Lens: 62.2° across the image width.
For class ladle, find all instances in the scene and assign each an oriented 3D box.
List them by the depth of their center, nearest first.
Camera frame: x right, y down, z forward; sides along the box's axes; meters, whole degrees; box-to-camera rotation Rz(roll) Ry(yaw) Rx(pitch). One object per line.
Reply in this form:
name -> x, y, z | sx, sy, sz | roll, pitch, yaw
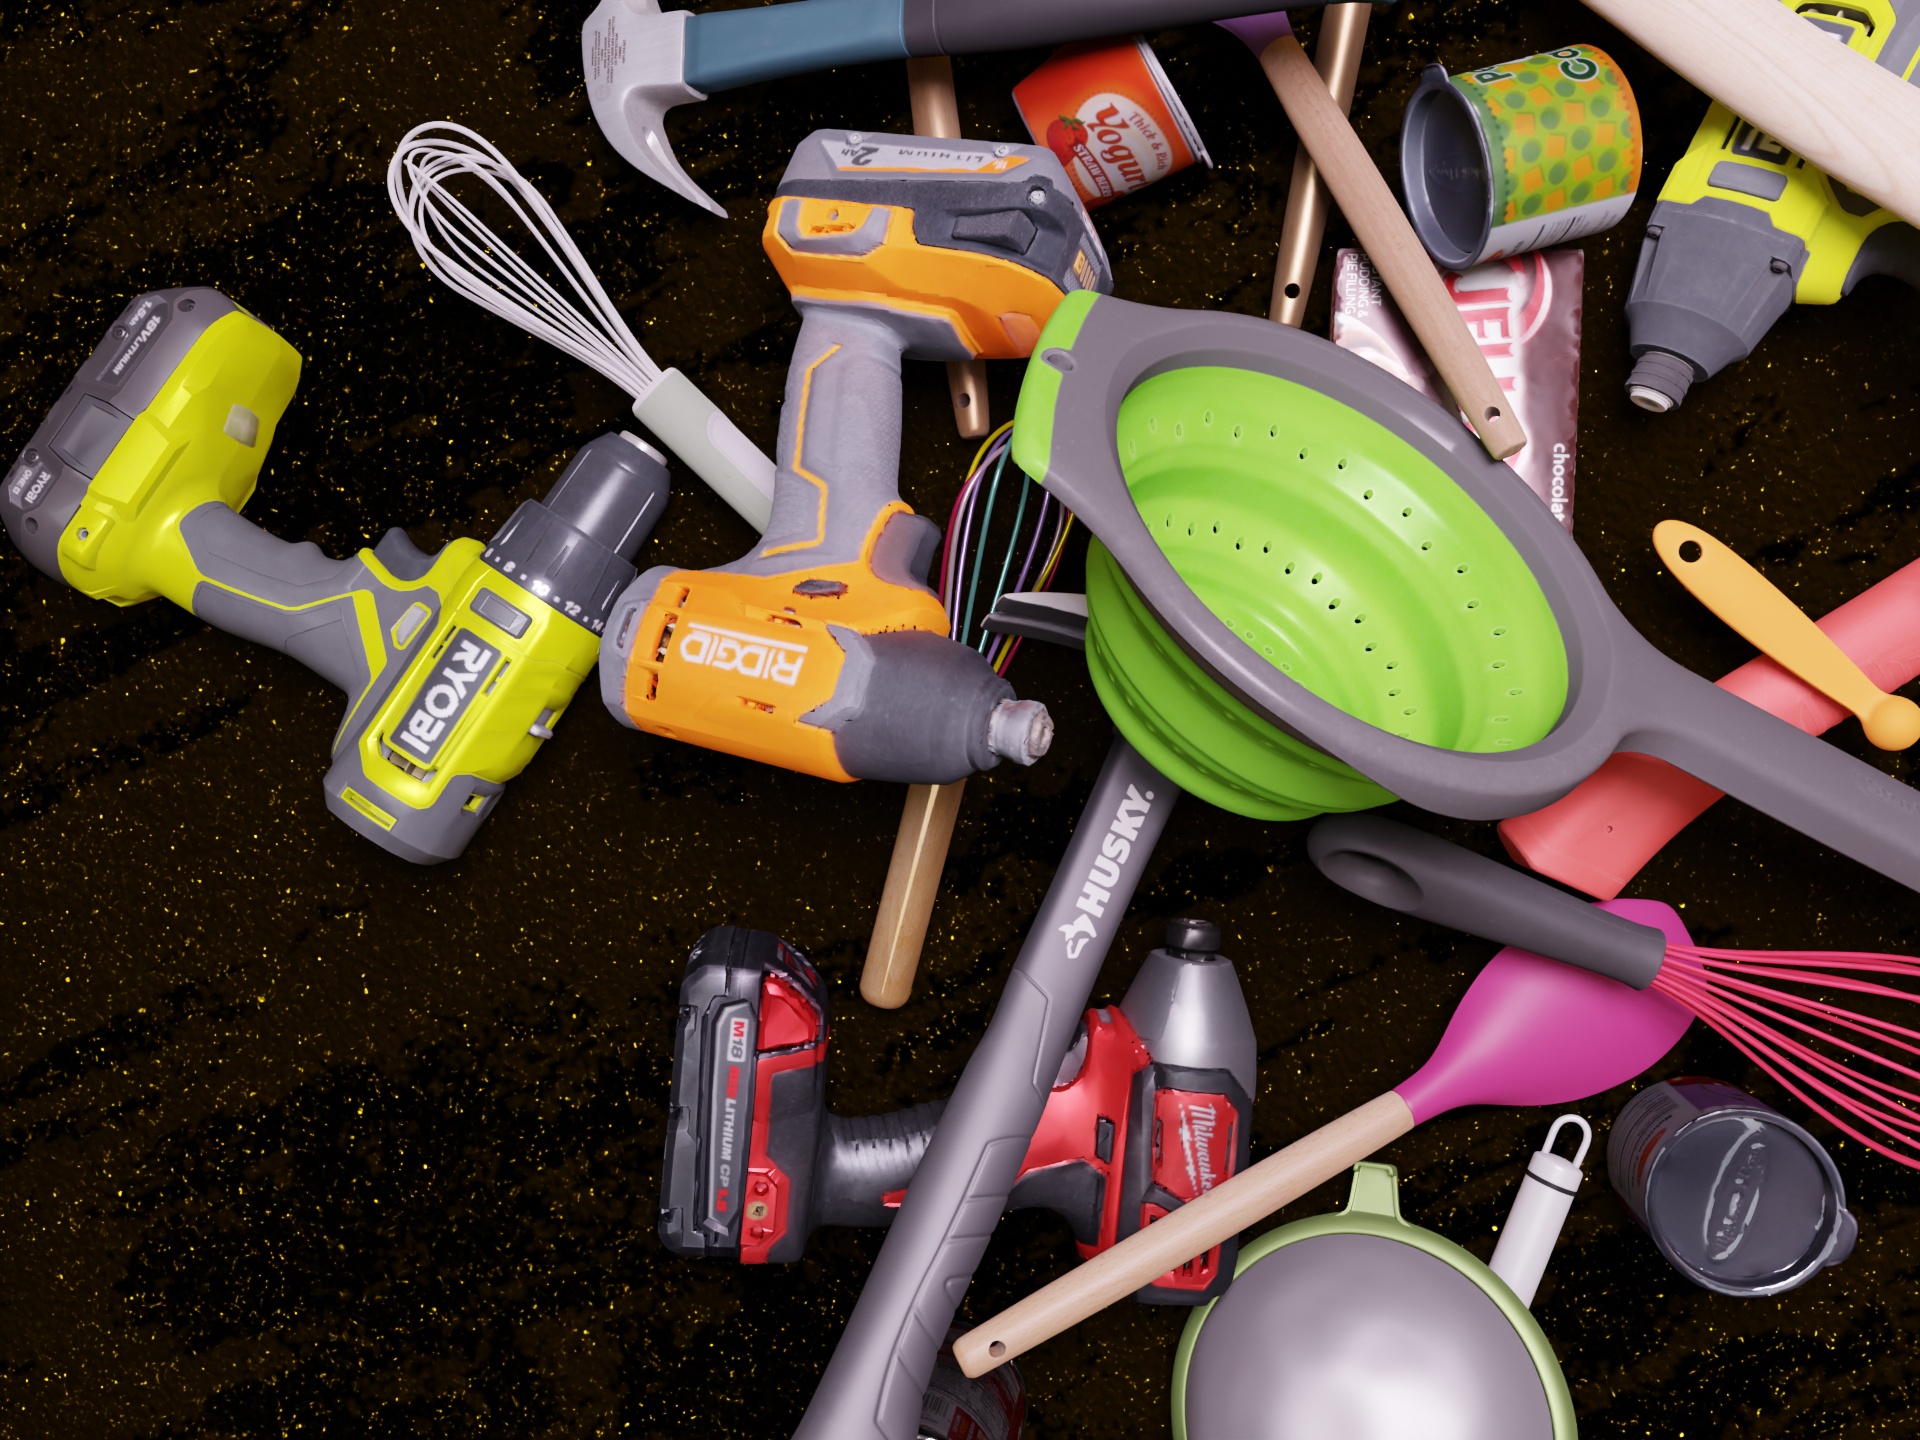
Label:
ladle -> 0.156, -0.312, 0.616 | 0.078, 0.062, 0.320 | 10, 98, 3

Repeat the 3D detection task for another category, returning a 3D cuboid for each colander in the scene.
colander -> 0.181, 0.001, 0.541 | 0.397, 0.205, 0.094 | 26, 134, -8

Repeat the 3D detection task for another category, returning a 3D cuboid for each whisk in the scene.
whisk -> 0.265, 0.092, 0.568 | 0.296, 0.073, 0.073 | 20, 93, 2
whisk -> -0.126, -0.137, 0.629 | 0.246, 0.058, 0.059 | 43, 130, -10
whisk -> 0.000, -0.002, 0.634 | 0.047, 0.051, 0.245 | 15, 95, 3

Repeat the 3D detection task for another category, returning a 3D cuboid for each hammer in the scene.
hammer -> 0.301, -0.173, 0.510 | 0.146, 0.038, 0.411 | -48, 62, 16
hammer -> 0.019, 0.105, 0.551 | 0.146, 0.035, 0.335 | 28, 69, -4
hammer -> 0.355, -0.053, 0.581 | 0.359, 0.036, 0.149 | -33, 85, 7
hammer -> -0.005, -0.265, 0.592 | 0.331, 0.033, 0.128 | 4, 91, 27

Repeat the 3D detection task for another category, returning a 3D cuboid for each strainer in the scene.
strainer -> 0.100, 0.289, 0.581 | 0.256, 0.069, 0.152 | -39, 61, 8
strainer -> 0.186, 0.270, 0.607 | 0.087, 0.050, 0.258 | 22, 90, 23

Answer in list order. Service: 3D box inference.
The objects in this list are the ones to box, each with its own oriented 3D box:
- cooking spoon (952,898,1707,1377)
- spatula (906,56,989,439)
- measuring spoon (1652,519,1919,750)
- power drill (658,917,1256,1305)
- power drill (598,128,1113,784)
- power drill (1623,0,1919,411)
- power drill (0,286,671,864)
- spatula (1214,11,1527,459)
cooking spoon -> 0.140, 0.154, 0.580 | 0.319, 0.017, 0.069 | -26, 90, -10
spatula -> -0.020, -0.271, 0.636 | 0.082, 0.044, 0.317 | -8, 90, 28
measuring spoon -> 0.294, -0.032, 0.565 | 0.117, 0.011, 0.021 | 42, 95, 6
power drill -> 0.004, 0.139, 0.602 | 0.219, 0.078, 0.143 | 6, 92, -5
power drill -> -0.021, -0.088, 0.567 | 0.164, 0.084, 0.226 | 14, 80, 24
power drill -> 0.355, -0.157, 0.539 | 0.223, 0.080, 0.171 | 28, 93, 28
power drill -> -0.249, -0.077, 0.655 | 0.228, 0.080, 0.190 | 33, 87, 5
spatula -> 0.128, -0.231, 0.597 | 0.060, 0.018, 0.316 | -31, 72, 19
